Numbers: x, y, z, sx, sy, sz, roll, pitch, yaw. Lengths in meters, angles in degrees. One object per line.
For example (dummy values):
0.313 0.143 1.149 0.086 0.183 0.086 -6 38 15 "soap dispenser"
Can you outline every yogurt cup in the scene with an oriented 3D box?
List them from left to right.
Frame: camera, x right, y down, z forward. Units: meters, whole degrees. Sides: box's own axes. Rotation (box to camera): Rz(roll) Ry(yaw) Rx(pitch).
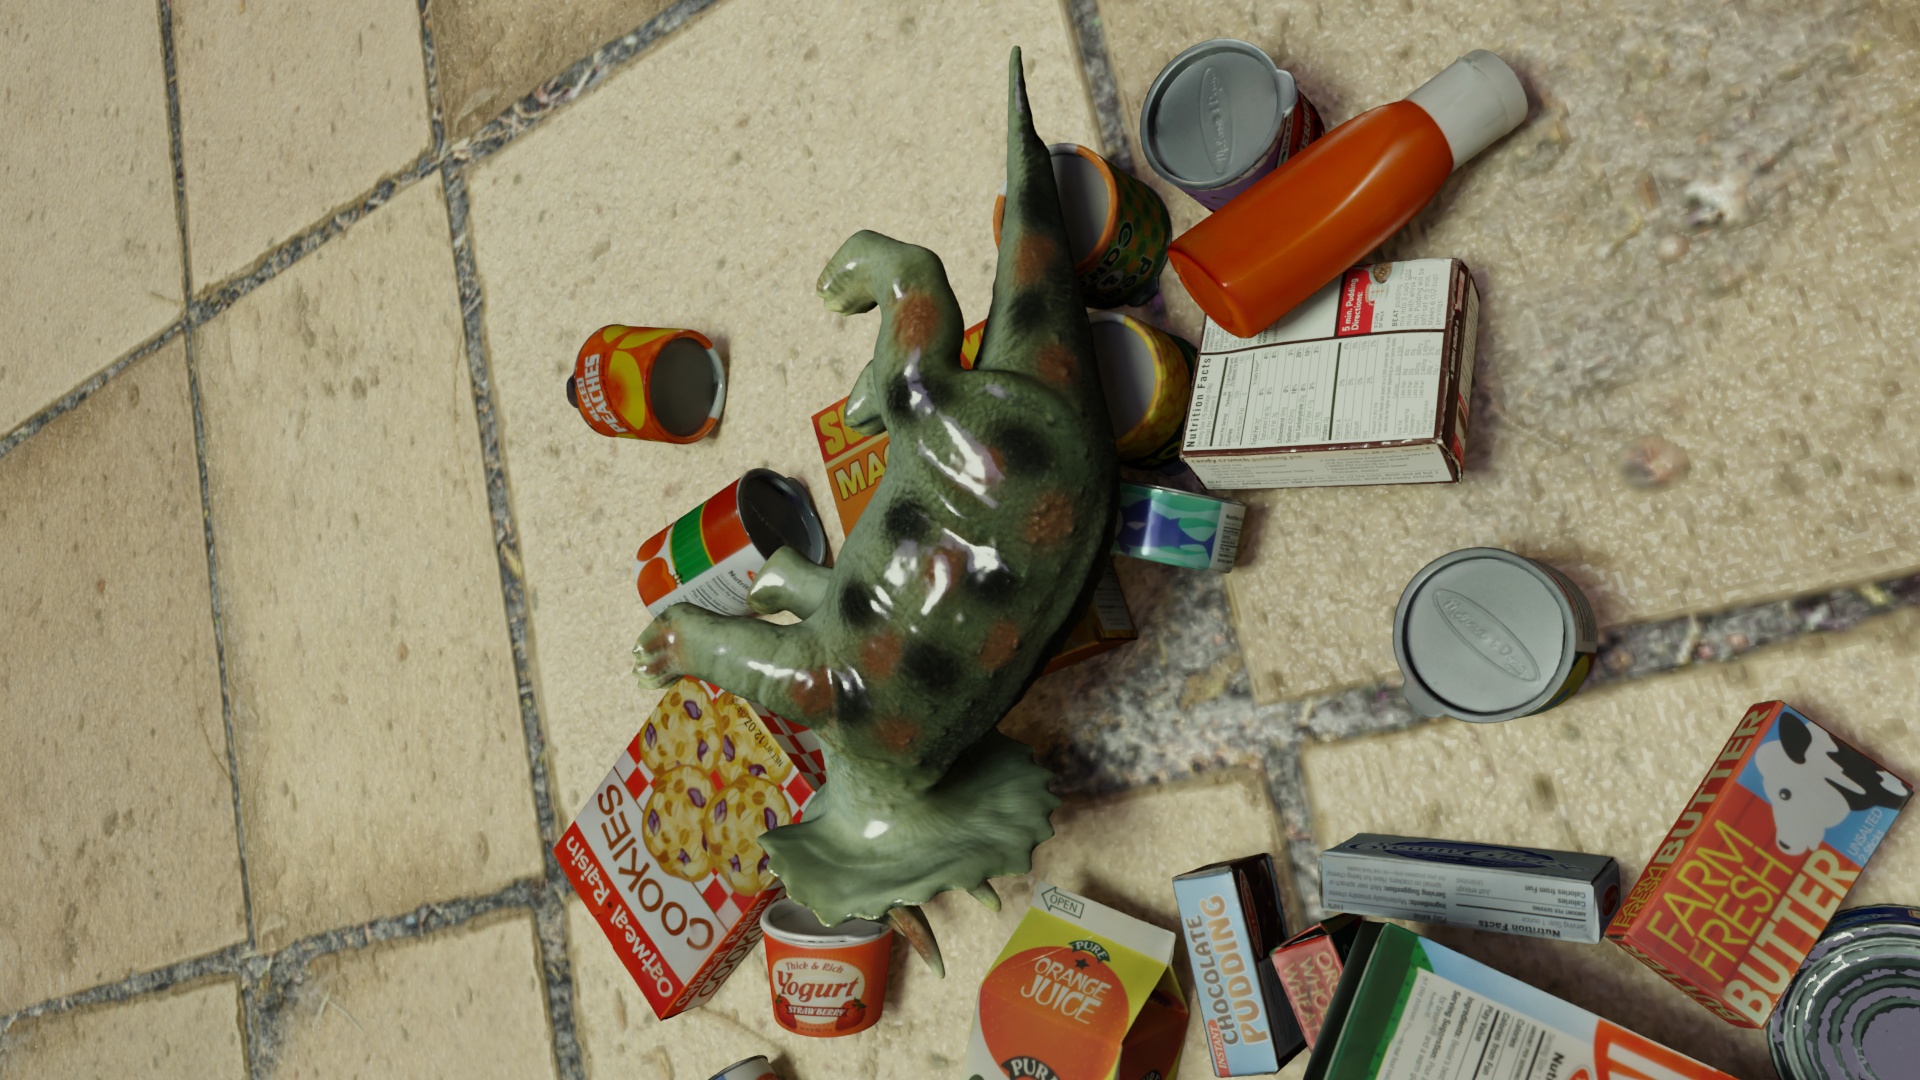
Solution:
-0.066 0.213 0.698 0.072 0.072 0.054 4 96 33 "yogurt cup"

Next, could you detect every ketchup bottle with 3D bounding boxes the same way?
0.160 -0.145 0.572 0.149 0.043 0.065 -35 33 2 "ketchup bottle"

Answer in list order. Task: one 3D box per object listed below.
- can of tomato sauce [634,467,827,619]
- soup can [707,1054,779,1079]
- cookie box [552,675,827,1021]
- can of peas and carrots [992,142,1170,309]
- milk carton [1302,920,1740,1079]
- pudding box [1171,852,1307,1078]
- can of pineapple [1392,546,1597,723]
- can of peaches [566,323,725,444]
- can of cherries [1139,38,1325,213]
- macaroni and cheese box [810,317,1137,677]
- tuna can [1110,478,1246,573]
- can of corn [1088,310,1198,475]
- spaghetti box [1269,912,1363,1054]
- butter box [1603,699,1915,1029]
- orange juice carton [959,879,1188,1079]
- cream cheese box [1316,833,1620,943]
-0.125 0.007 0.752 0.083 0.071 0.071 -30 71 27 "can of tomato sauce"
-0.109 0.321 0.712 0.071 0.071 0.084 -47 64 20 "soup can"
-0.142 0.158 0.764 0.123 0.040 0.167 47 110 26 "cookie box"
0.058 -0.145 0.654 0.071 0.059 0.071 -3 84 33 "can of peas and carrots"
0.223 0.207 0.483 0.191 0.072 0.073 22 79 15 "milk carton"
0.120 0.179 0.590 0.030 0.050 0.084 -17 77 28 "pudding box"
0.208 0.038 0.543 0.071 0.058 0.071 -3 84 32 "can of pineapple"
-0.178 -0.088 0.791 0.058 0.071 0.071 8 90 32 "can of peaches"
0.124 -0.180 0.616 0.071 0.058 0.071 -4 83 32 "can of cherries"
0.002 -0.009 0.688 0.123 0.040 0.167 -25 73 29 "macaroni and cheese box"
0.088 -0.008 0.616 0.071 0.071 0.033 12 93 33 "tuna can"
0.076 -0.066 0.635 0.071 0.058 0.071 -3 84 33 "can of corn"
0.188 0.270 0.539 0.028 0.050 0.250 -30 70 26 "spaghetti box"
0.277 0.112 0.483 0.053 0.024 0.103 36 83 10 "butter box"
0.045 0.255 0.617 0.072 0.073 0.192 13 92 33 "orange juice carton"
0.198 0.134 0.543 0.104 0.053 0.024 -1 87 32 "cream cheese box"
